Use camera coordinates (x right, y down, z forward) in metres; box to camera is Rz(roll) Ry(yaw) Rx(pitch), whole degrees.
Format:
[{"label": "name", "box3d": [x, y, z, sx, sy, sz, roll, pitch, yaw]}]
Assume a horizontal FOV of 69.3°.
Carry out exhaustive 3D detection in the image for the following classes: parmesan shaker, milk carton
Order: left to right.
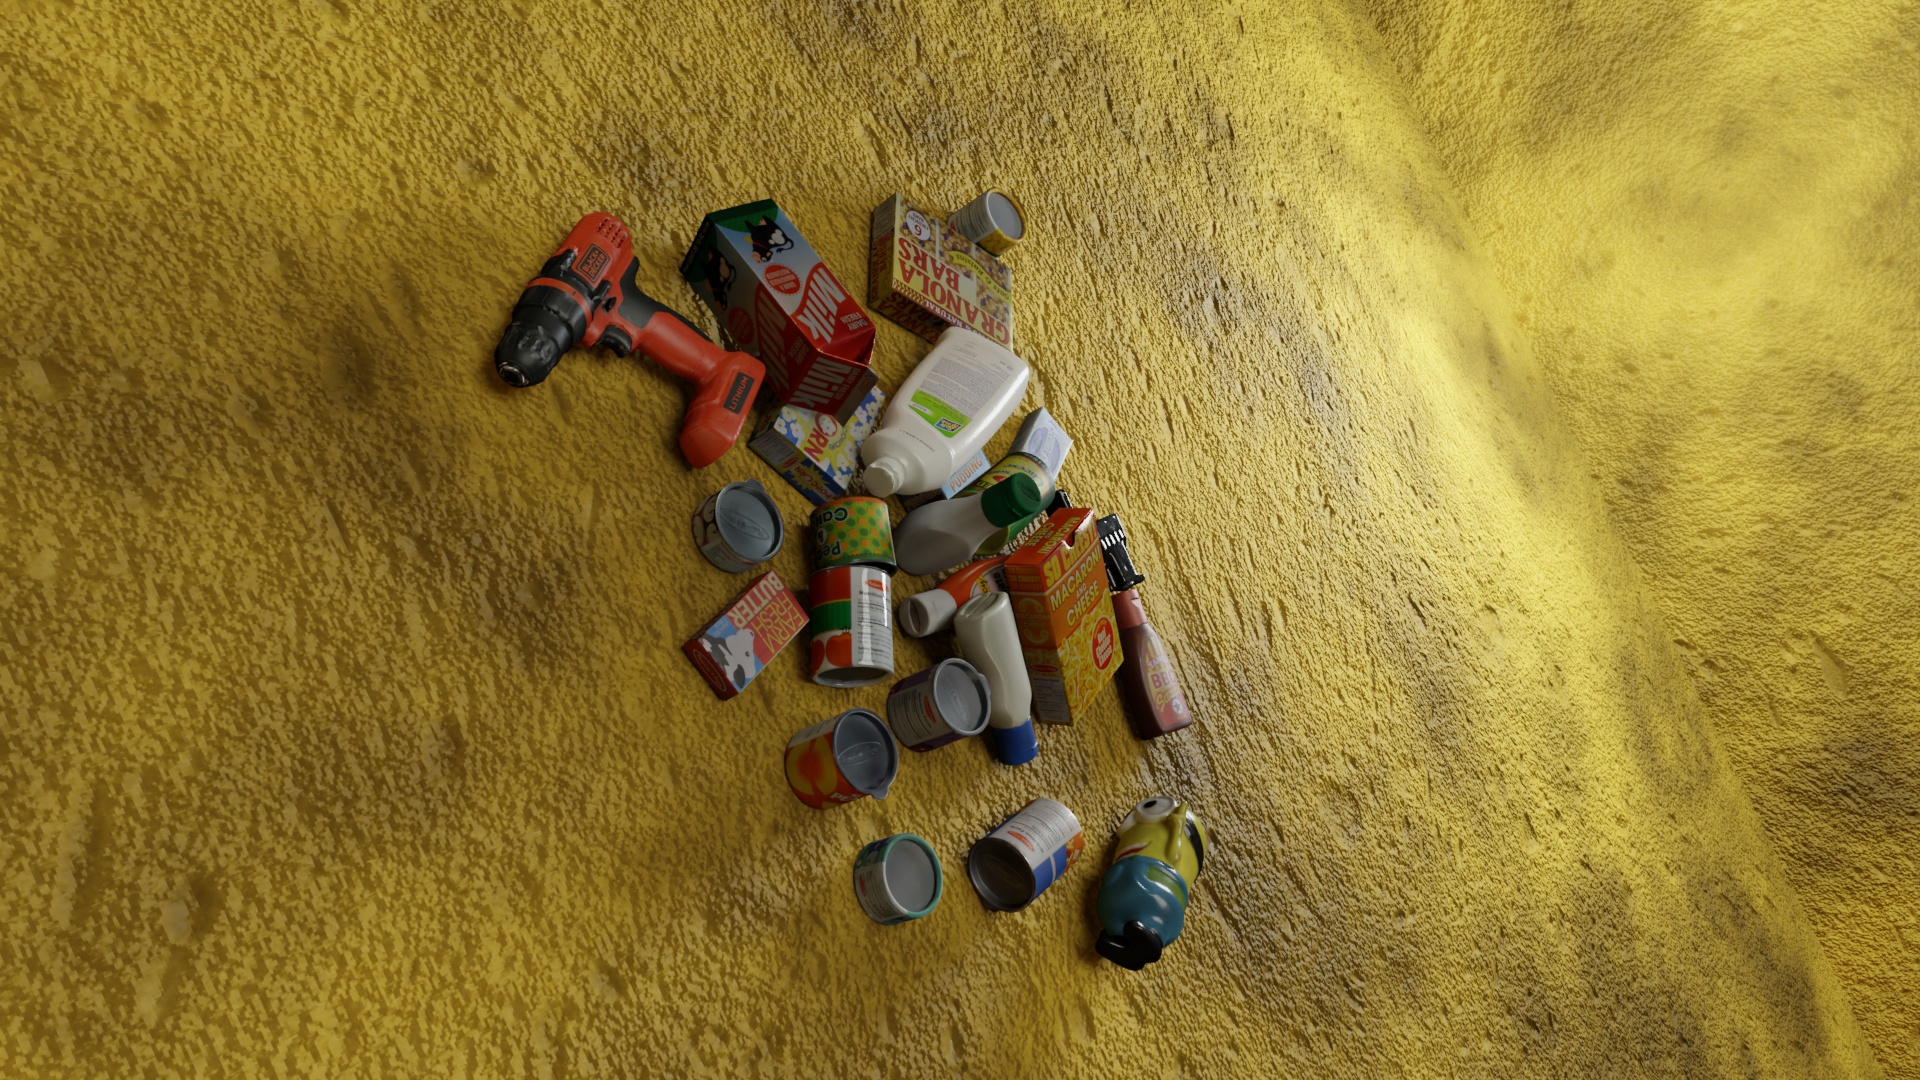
[{"label": "milk carton", "box3d": [-0.139, -0.184, 1.143, 0.074, 0.072, 0.191, -29, 77, -43]}, {"label": "parmesan shaker", "box3d": [0.037, -0.038, 1.312, 0.071, 0.071, 0.103, 58, 39, -7]}]

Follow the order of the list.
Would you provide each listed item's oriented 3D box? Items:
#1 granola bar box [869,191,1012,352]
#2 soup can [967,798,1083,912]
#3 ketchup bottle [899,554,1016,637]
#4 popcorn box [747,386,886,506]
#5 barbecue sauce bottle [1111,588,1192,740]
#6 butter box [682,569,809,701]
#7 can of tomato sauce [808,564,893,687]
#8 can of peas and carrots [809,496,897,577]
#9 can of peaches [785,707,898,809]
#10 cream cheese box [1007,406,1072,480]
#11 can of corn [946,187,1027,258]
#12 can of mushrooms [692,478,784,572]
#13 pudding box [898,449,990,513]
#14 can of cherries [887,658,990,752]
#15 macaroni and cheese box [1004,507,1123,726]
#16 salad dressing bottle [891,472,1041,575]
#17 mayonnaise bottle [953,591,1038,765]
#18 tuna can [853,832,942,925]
[{"label": "granola bar box", "box3d": [-0.018, -0.254, 1.390, 0.165, 0.039, 0.125, 26, 51, -38]}, {"label": "soup can", "box3d": [0.055, 0.264, 1.165, 0.084, 0.071, 0.071, -24, 88, -52]}, {"label": "ketchup bottle", "box3d": [0.006, 0.055, 1.241, 0.149, 0.043, 0.064, -14, 89, -50]}, {"label": "popcorn box", "box3d": [-0.121, -0.104, 1.191, 0.085, 0.038, 0.127, 43, 43, -25]}, {"label": "barbecue sauce bottle", "box3d": [0.185, 0.124, 1.404, 0.065, 0.043, 0.148, -6, 74, -49]}, {"label": "butter box", "box3d": [-0.162, 0.071, 1.059, 0.053, 0.024, 0.104, 55, 40, -12]}, {"label": "can of tomato sauce", "box3d": [-0.088, 0.070, 1.109, 0.071, 0.071, 0.083, 18, 60, -42]}, {"label": "can of peas and carrots", "box3d": [-0.091, 0.002, 1.144, 0.071, 0.070, 0.059, 11, 61, -45]}, {"label": "can of peaches", "box3d": [-0.090, 0.169, 1.058, 0.071, 0.058, 0.071, 26, 52, -39]}, {"label": "cream cheese box", "box3d": [0.078, -0.086, 1.415, 0.053, 0.024, 0.104, 48, 41, -19]}, {"label": "can of corn", "box3d": [0.030, -0.331, 1.471, 0.071, 0.058, 0.071, 25, 53, -38]}, {"label": "can of mushrooms", "box3d": [-0.173, -0.012, 1.085, 0.071, 0.033, 0.071, 25, 53, -37]}, {"label": "pudding box", "box3d": [-0.015, -0.057, 1.274, 0.084, 0.049, 0.030, -38, 103, -50]}, {"label": "can of cherries", "box3d": [-0.016, 0.138, 1.158, 0.071, 0.058, 0.072, 26, 51, -37]}, {"label": "macaroni and cheese box", "box3d": [0.100, 0.069, 1.293, 0.124, 0.040, 0.165, -43, 126, -51]}, {"label": "salad dressing bottle", "box3d": [0.004, -0.015, 1.194, 0.064, 0.147, 0.044, 38, 45, -29]}, {"label": "mayonnaise bottle", "box3d": [0.034, 0.122, 1.204, 0.065, 0.041, 0.147, -41, 122, -57]}, {"label": "tuna can", "box3d": [-0.046, 0.261, 1.076, 0.071, 0.032, 0.071, 25, 53, -38]}]
